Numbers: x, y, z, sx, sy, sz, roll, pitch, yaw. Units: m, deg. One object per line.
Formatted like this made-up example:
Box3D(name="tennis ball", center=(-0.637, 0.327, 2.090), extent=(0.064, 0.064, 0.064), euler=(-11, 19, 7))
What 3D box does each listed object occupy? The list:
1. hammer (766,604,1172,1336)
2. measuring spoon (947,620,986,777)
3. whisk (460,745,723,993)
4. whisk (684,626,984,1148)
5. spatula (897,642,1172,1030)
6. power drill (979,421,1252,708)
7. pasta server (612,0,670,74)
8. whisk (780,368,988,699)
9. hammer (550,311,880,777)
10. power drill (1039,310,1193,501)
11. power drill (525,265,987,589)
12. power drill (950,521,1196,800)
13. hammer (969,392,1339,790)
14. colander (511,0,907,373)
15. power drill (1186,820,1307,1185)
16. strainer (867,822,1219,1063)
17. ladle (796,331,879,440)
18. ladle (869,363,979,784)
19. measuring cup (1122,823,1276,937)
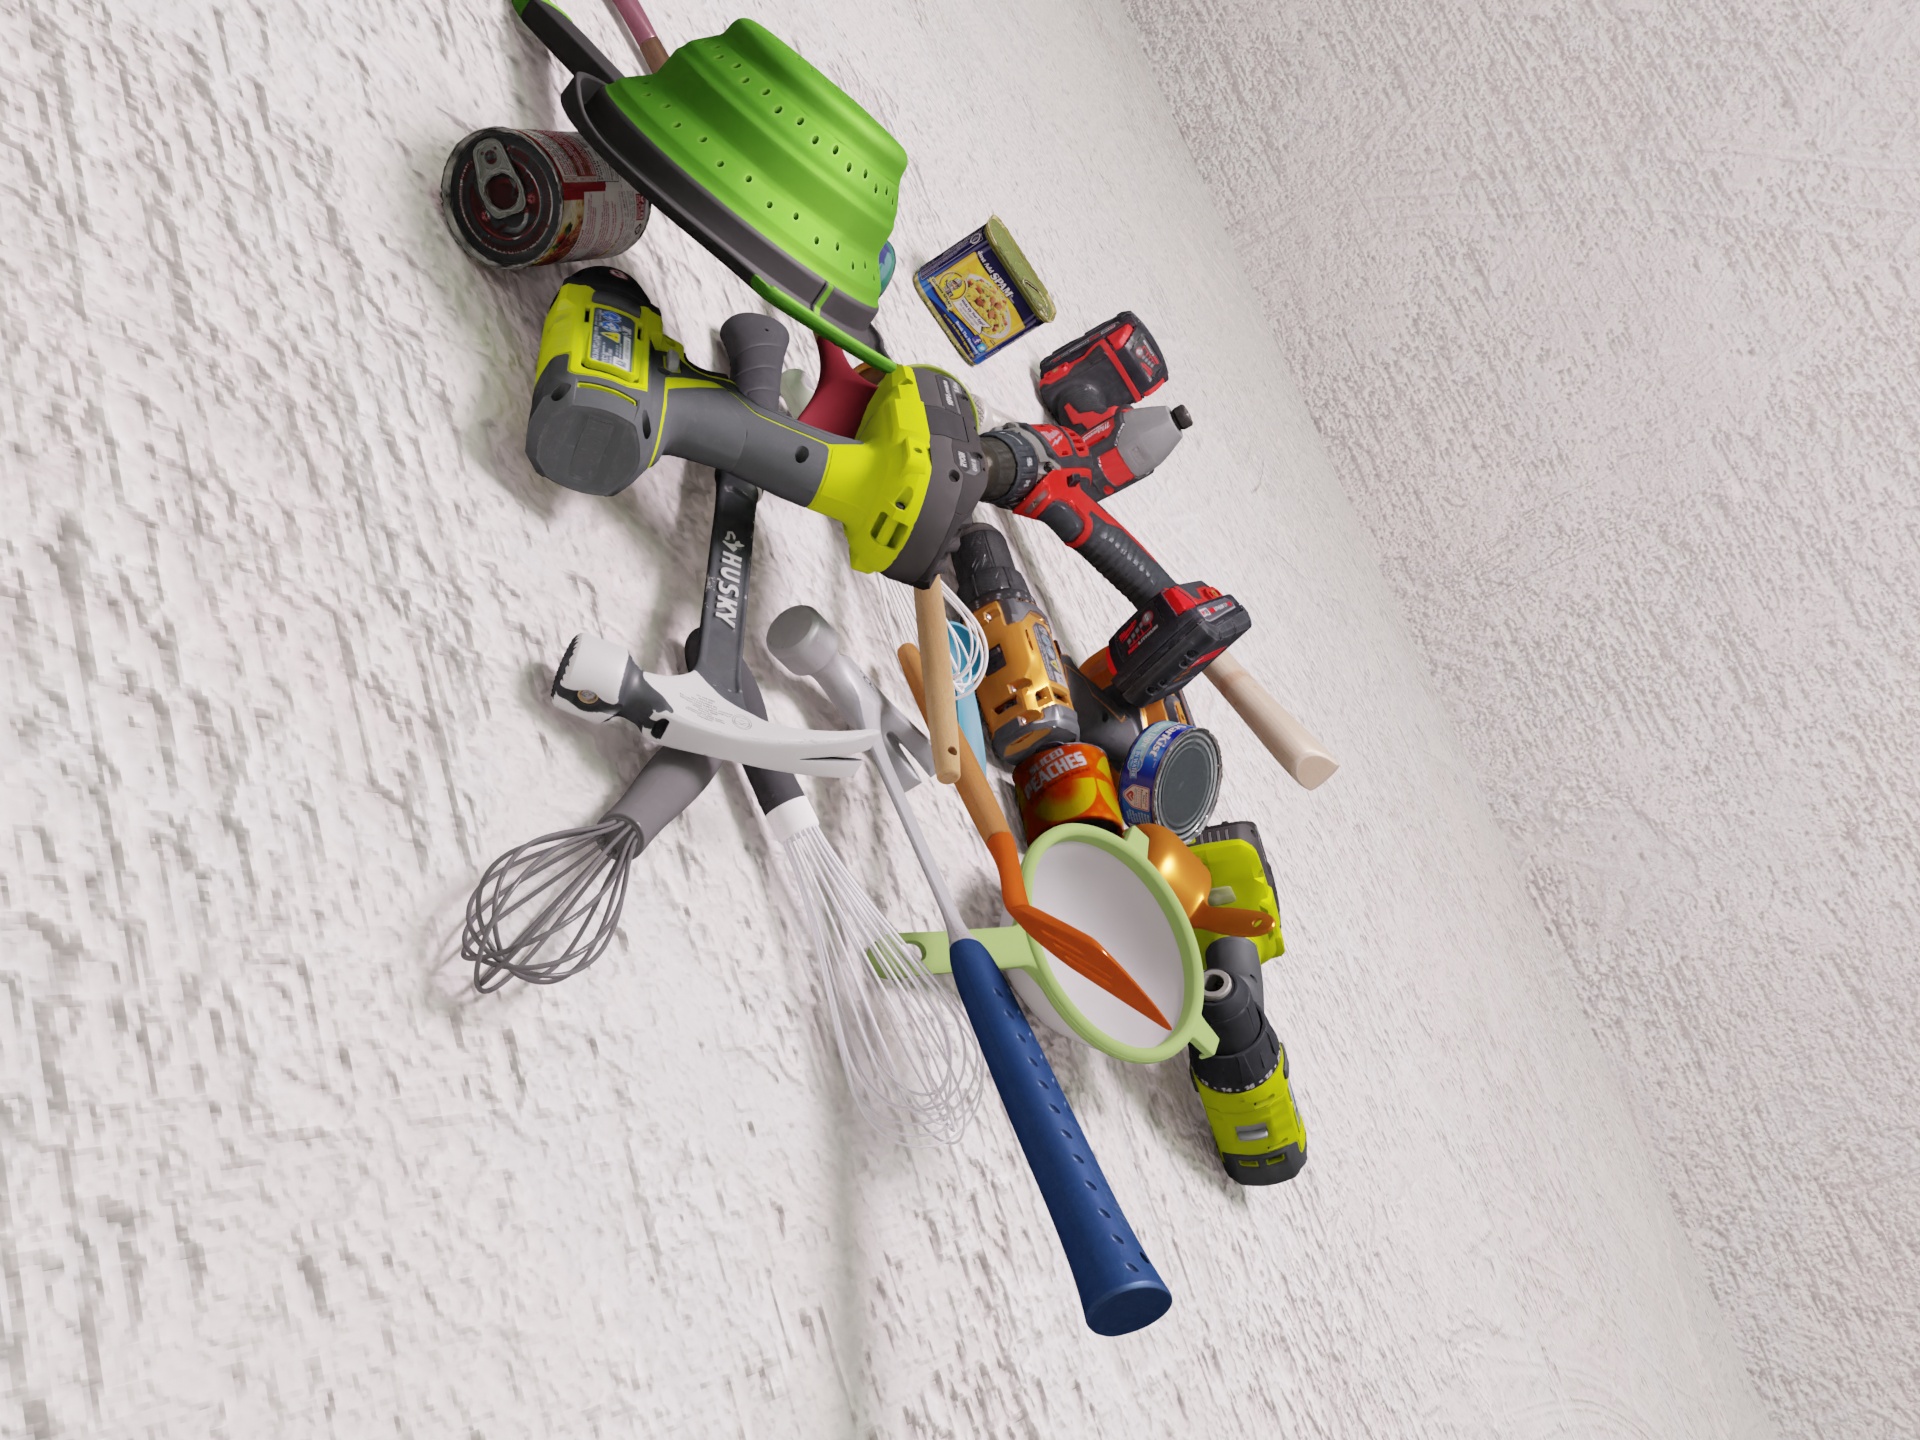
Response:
Box3D(name="hammer", center=(0.004, 0.107, 0.771), extent=(0.143, 0.035, 0.406), euler=(48, 11, -45))
Box3D(name="measuring spoon", center=(-0.002, -0.003, 1.046), extent=(0.042, 0.021, 0.129), euler=(11, 62, -39))
Box3D(name="whisk", center=(-0.143, 0.045, 0.669), extent=(0.055, 0.055, 0.239), euler=(57, 20, -11))
Box3D(name="whisk", center=(-0.067, 0.077, 0.779), extent=(0.285, 0.070, 0.070), euler=(62, 23, 10))
Box3D(name="spatula", center=(0.022, 0.045, 0.855), extent=(0.080, 0.041, 0.323), euler=(50, 8, -40))
Box3D(name="power drill", center=(0.088, -0.120, 1.123), extent=(0.227, 0.080, 0.188), euler=(51, 26, 10))
Box3D(name="pasta server", center=(-0.195, -0.442, 1.086), extent=(0.060, 0.040, 0.316), euler=(-35, 98, -54))
Box3D(name="whisk", center=(-0.055, -0.122, 1.022), extent=(0.246, 0.059, 0.057), euler=(61, 18, 9))
Box3D(name="hammer", center=(-0.116, -0.118, 0.862), extent=(0.149, 0.036, 0.409), euler=(21, 36, -19))
Box3D(name="power drill", center=(0.141, -0.286, 1.470), extent=(0.078, 0.143, 0.220), euler=(51, 24, -30))
Box3D(name="power drill", center=(-0.107, -0.160, 0.827), extent=(0.223, 0.080, 0.171), euler=(16, 37, -22))
Box3D(name="power drill", center=(0.078, -0.039, 1.167), extent=(0.226, 0.084, 0.186), euler=(22, 44, -50))
Box3D(name="hammer", center=(0.149, -0.104, 1.262), extent=(0.411, 0.038, 0.146), euler=(49, 17, 18))
Box3D(name="colander", center=(-0.139, -0.344, 0.866), extent=(0.204, 0.094, 0.397), euler=(19, 26, -53))
Box3D(name="power drill", center=(0.187, 0.180, 1.106), extent=(0.229, 0.080, 0.190), euler=(-87, 161, -49))
Box3D(name="strainer", center=(0.034, 0.140, 0.924), extent=(0.256, 0.069, 0.152), euler=(4, 60, -43))
Box3D(name="ladle", center=(-0.093, -0.266, 1.051), extent=(0.031, 0.069, 0.316), euler=(73, 1, -49))
Box3D(name="ladle", center=(-0.015, -0.096, 0.945), extent=(0.078, 0.062, 0.321), euler=(16, 44, -24))
Box3D(name="measuring cup", center=(0.137, 0.111, 1.035), extent=(0.052, 0.174, 0.095), euler=(47, 71, -18))
